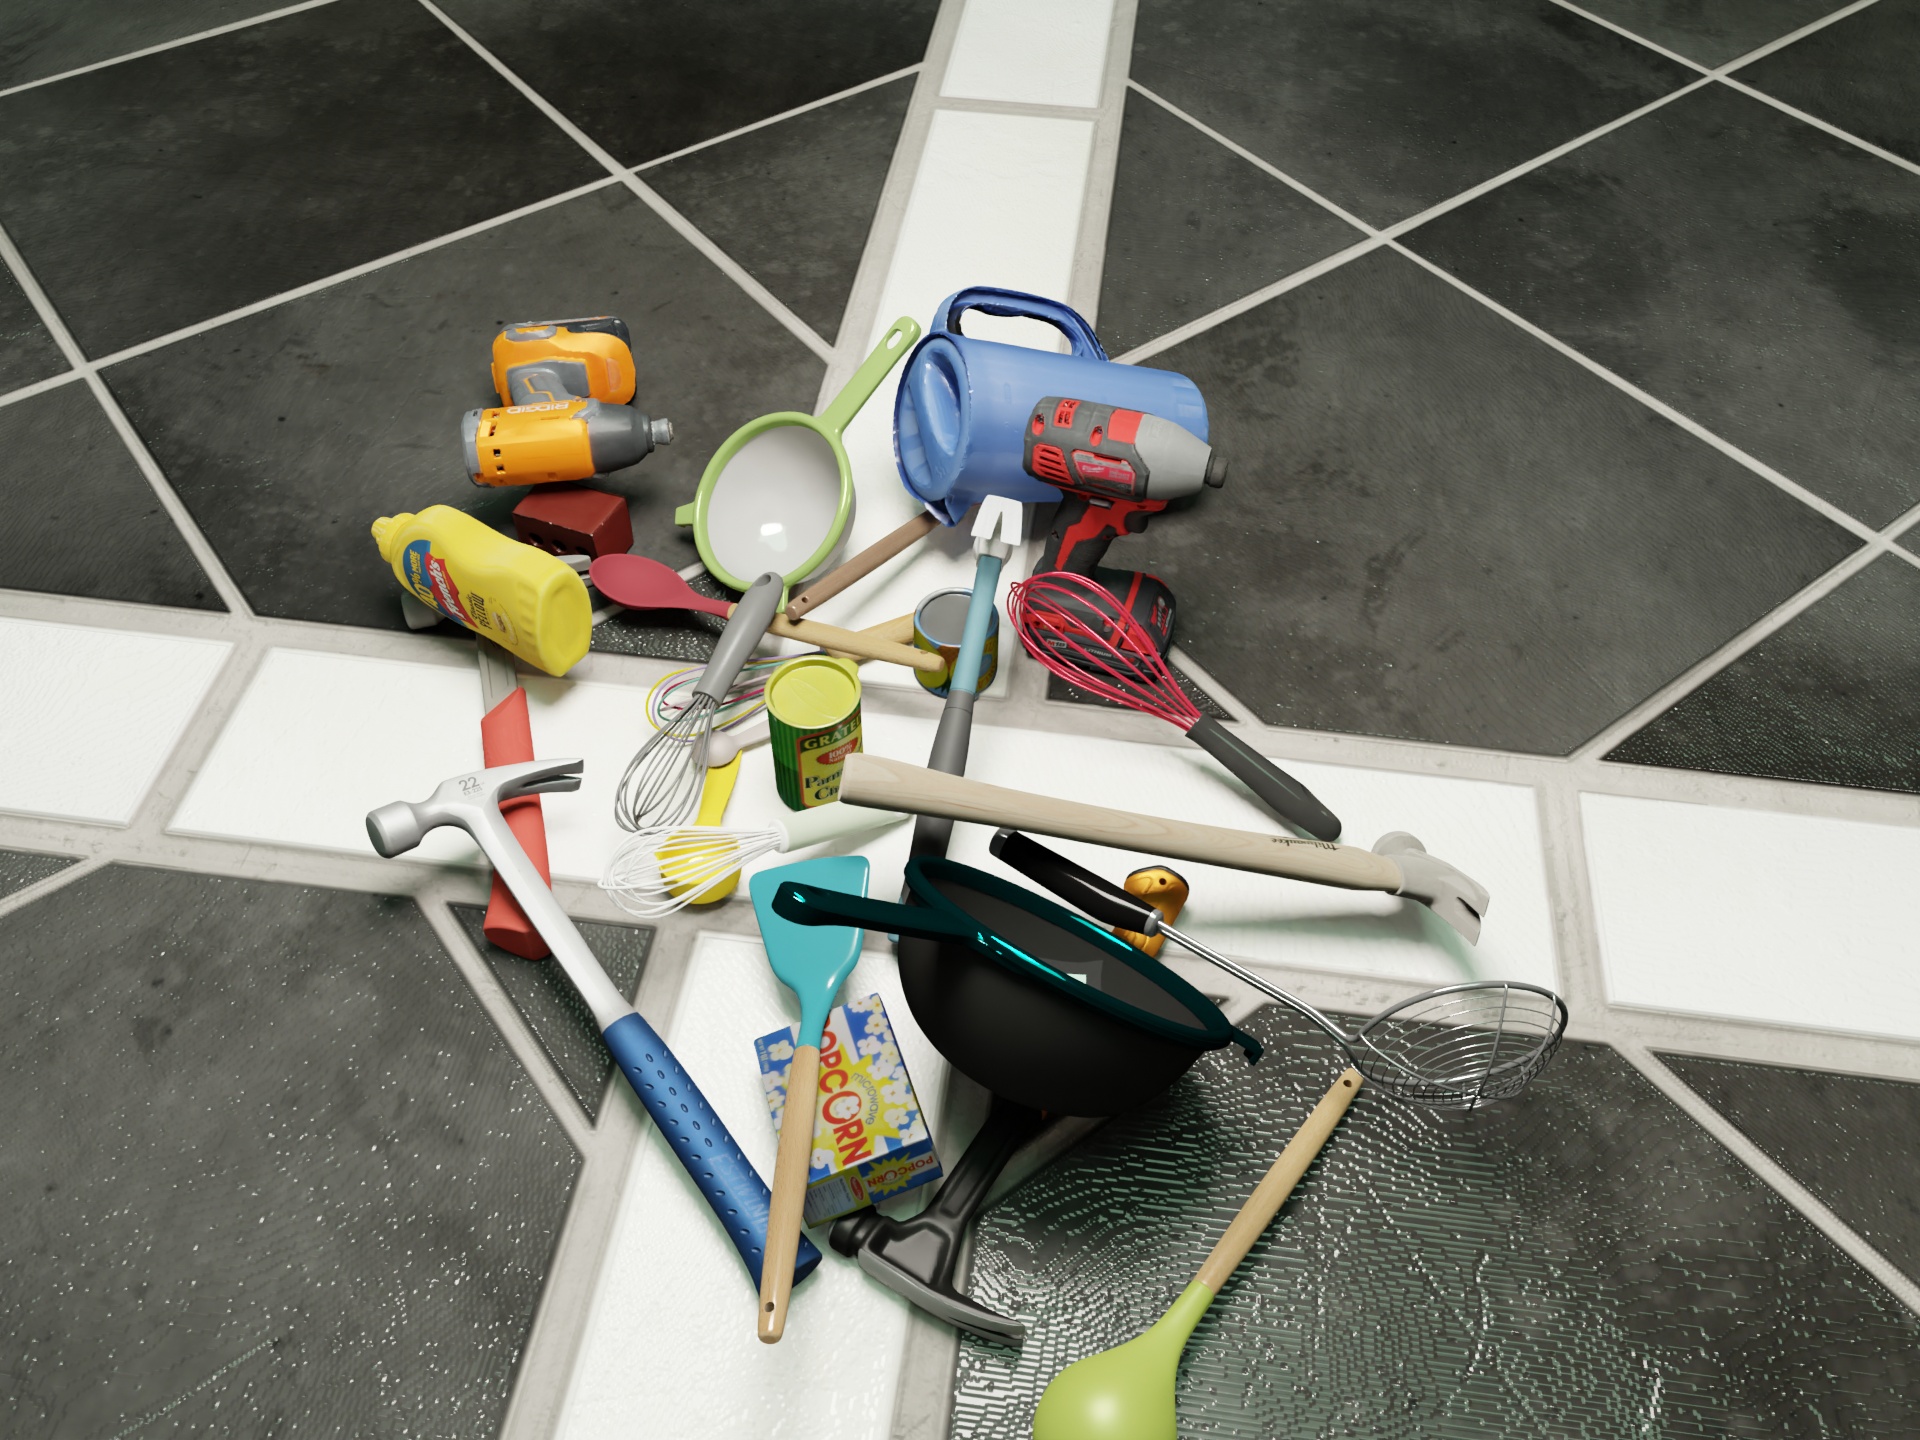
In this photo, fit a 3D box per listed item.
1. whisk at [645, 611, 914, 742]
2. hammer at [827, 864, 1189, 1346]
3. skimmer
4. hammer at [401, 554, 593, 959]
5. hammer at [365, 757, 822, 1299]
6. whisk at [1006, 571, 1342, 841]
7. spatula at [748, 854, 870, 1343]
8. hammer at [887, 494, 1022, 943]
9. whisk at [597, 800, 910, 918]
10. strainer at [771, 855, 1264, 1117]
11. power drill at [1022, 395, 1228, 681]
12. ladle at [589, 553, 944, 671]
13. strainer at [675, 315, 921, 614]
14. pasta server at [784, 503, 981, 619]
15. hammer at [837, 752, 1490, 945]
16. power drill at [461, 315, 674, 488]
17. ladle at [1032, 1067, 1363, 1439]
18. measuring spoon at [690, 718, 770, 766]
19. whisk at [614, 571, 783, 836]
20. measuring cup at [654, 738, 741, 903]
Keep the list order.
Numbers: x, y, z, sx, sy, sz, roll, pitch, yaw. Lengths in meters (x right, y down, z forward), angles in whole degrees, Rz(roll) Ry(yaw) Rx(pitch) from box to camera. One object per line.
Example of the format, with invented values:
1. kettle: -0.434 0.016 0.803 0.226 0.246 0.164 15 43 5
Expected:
1. whisk: -0.124 -0.045 1.214 0.245 0.051 0.047 -21 47 -21
2. hammer: 0.062 0.219 0.993 0.127 0.034 0.337 25 54 20
3. skimmer: 0.189 0.136 0.999 0.363 0.127 0.090 27 58 24
4. hammer: -0.321 0.016 1.163 0.149 0.036 0.359 -12 50 -11
5. hammer: -0.213 0.178 0.993 0.144 0.035 0.406 -24 60 -34
6. whisk: 0.153 -0.010 1.140 0.296 0.073 0.073 39 57 7
7. spatula: -0.097 0.207 0.924 0.082 0.044 0.318 -10 38 9
8. hammer: -0.002 -0.004 1.100 0.033 0.128 0.331 12 73 0
9. whisk: -0.130 0.080 1.068 0.246 0.058 0.059 -14 10 -38
10. strainer: 0.005 0.153 0.873 0.211 0.340 0.095 31 97 40
11. power drill: 0.116 -0.135 1.175 0.143 0.219 0.079 13 51 10
12. ladle: -0.152 -0.078 1.213 0.315 0.031 0.069 15 33 24
13. strainer: -0.105 -0.208 1.278 0.152 0.069 0.256 43 98 30
14. pasta server: -0.034 -0.159 1.280 0.060 0.040 0.316 43 47 8
15. hammer: 0.127 0.075 1.013 0.410 0.038 0.146 10 10 -7
16. power drill: -0.324 -0.268 1.341 0.164 0.084 0.227 -6 33 -6
17. ladle: 0.151 0.315 0.916 0.078 0.062 0.320 30 49 24
18. measuring spoon: -0.145 0.001 1.183 0.124 0.018 0.034 -25 42 -26
19. whisk: -0.179 -0.016 1.133 0.055 0.055 0.239 16 58 13
20. measuring cup: -0.175 0.071 1.131 0.062 0.029 0.157 2 38 4
